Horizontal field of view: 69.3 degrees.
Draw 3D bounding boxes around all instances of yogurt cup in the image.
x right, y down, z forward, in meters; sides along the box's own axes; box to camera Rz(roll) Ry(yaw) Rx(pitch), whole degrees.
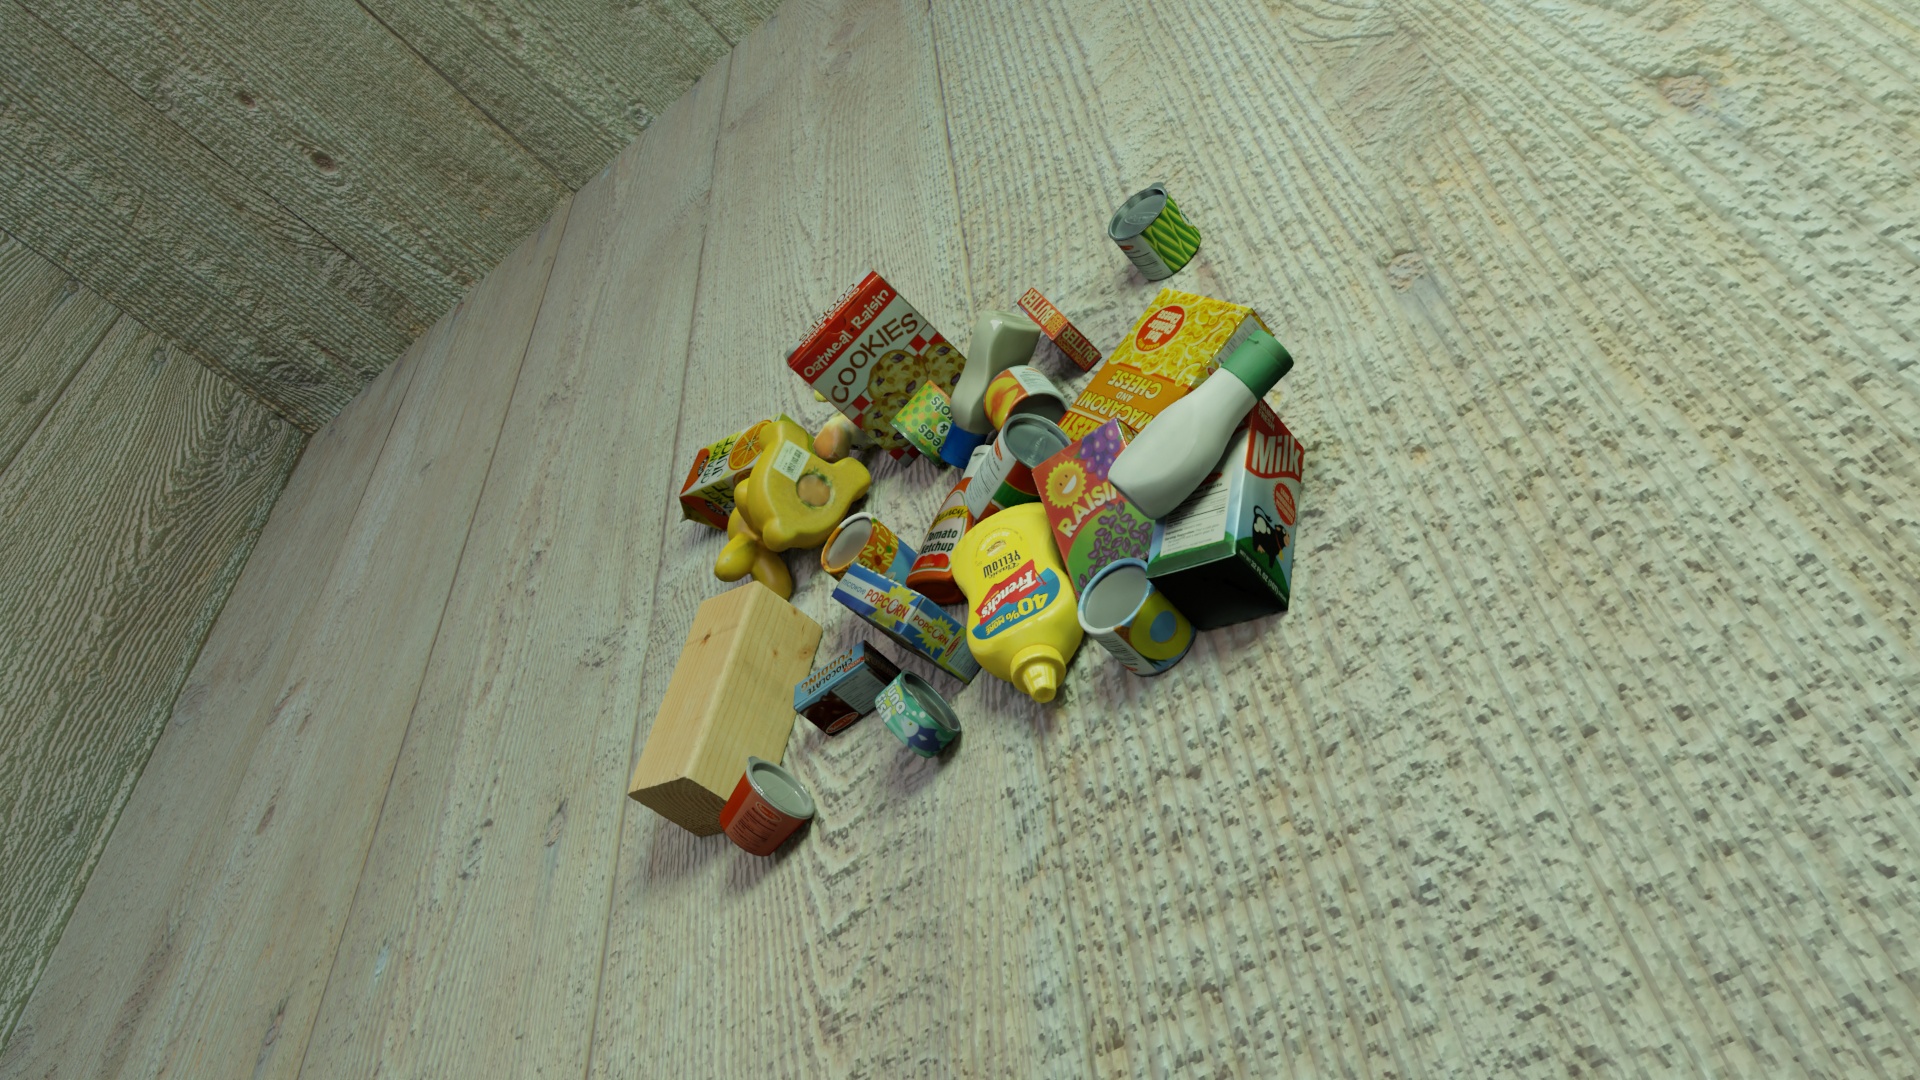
[{"bbox_3d":[-0.163,0.224,1.154,0.054,0.072,0.072,-52,31,10],"label":"yogurt cup"}]

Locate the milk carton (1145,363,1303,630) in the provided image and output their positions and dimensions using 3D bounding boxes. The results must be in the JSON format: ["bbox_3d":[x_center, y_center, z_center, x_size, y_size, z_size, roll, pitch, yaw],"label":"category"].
[{"bbox_3d":[0.194,-0.038,0.996,0.073,0.072,0.191,-18,43,38],"label":"milk carton"}]

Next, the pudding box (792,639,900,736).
[{"bbox_3d":[-0.098,0.127,1.190,0.083,0.049,0.030,-35,33,21],"label":"pudding box"}]

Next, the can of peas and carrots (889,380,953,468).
[{"bbox_3d":[-0.025,-0.112,1.344,0.059,0.071,0.071,-47,32,1],"label":"can of peas and carrots"}]

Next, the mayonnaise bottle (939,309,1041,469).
[{"bbox_3d":[0.022,-0.138,1.285,0.041,0.065,0.147,39,116,37],"label":"mayonnaise bottle"}]

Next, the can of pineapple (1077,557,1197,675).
[{"bbox_3d":[0.127,0.053,0.992,0.071,0.057,0.071,-31,35,26],"label":"can of pineapple"}]

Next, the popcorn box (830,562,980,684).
[{"bbox_3d":[-0.042,0.067,1.154,0.038,0.085,0.127,-55,33,-8],"label":"popcorn box"}]

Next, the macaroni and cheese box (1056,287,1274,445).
[{"bbox_3d":[0.164,-0.129,1.159,0.166,0.040,0.124,-51,32,-4],"label":"macaroni and cheese box"}]

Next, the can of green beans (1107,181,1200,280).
[{"bbox_3d":[0.180,-0.285,1.290,0.071,0.057,0.071,-31,36,26],"label":"can of green beans"}]

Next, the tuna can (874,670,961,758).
[{"bbox_3d":[-0.035,0.135,1.086,0.033,0.071,0.071,-45,32,9],"label":"tuna can"}]

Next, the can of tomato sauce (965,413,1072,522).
[{"bbox_3d":[0.051,-0.054,1.166,0.071,0.071,0.082,-85,19,-44],"label":"can of tomato sauce"}]

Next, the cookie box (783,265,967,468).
[{"bbox_3d":[-0.072,-0.169,1.365,0.123,0.167,0.040,-46,32,5],"label":"cookie box"}]

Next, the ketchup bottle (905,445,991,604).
[{"bbox_3d":[0.004,-0.015,1.227,0.064,0.043,0.149,-8,49,44],"label":"ketchup bottle"}]

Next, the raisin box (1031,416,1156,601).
[{"bbox_3d":[0.113,-0.021,1.066,0.086,0.040,0.124,-33,56,25],"label":"raisin box"}]

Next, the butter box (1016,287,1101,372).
[{"bbox_3d":[0.092,-0.200,1.309,0.024,0.053,0.104,-45,32,9],"label":"butter box"}]

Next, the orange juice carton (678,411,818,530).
[{"bbox_3d":[-0.246,-0.070,1.558,0.192,0.073,0.072,-18,43,40],"label":"orange juice carton"}]

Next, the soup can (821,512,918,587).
[{"bbox_3d":[-0.074,0.026,1.237,0.071,0.083,0.072,-31,36,26],"label":"soup can"}]

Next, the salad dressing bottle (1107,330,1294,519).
[{"bbox_3d":[0.168,-0.081,0.964,0.147,0.044,0.064,-46,33,1],"label":"salad dressing bottle"}]

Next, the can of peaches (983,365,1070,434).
[{"bbox_3d":[0.060,-0.114,1.247,0.071,0.071,0.058,-44,33,8],"label":"can of peaches"}]
